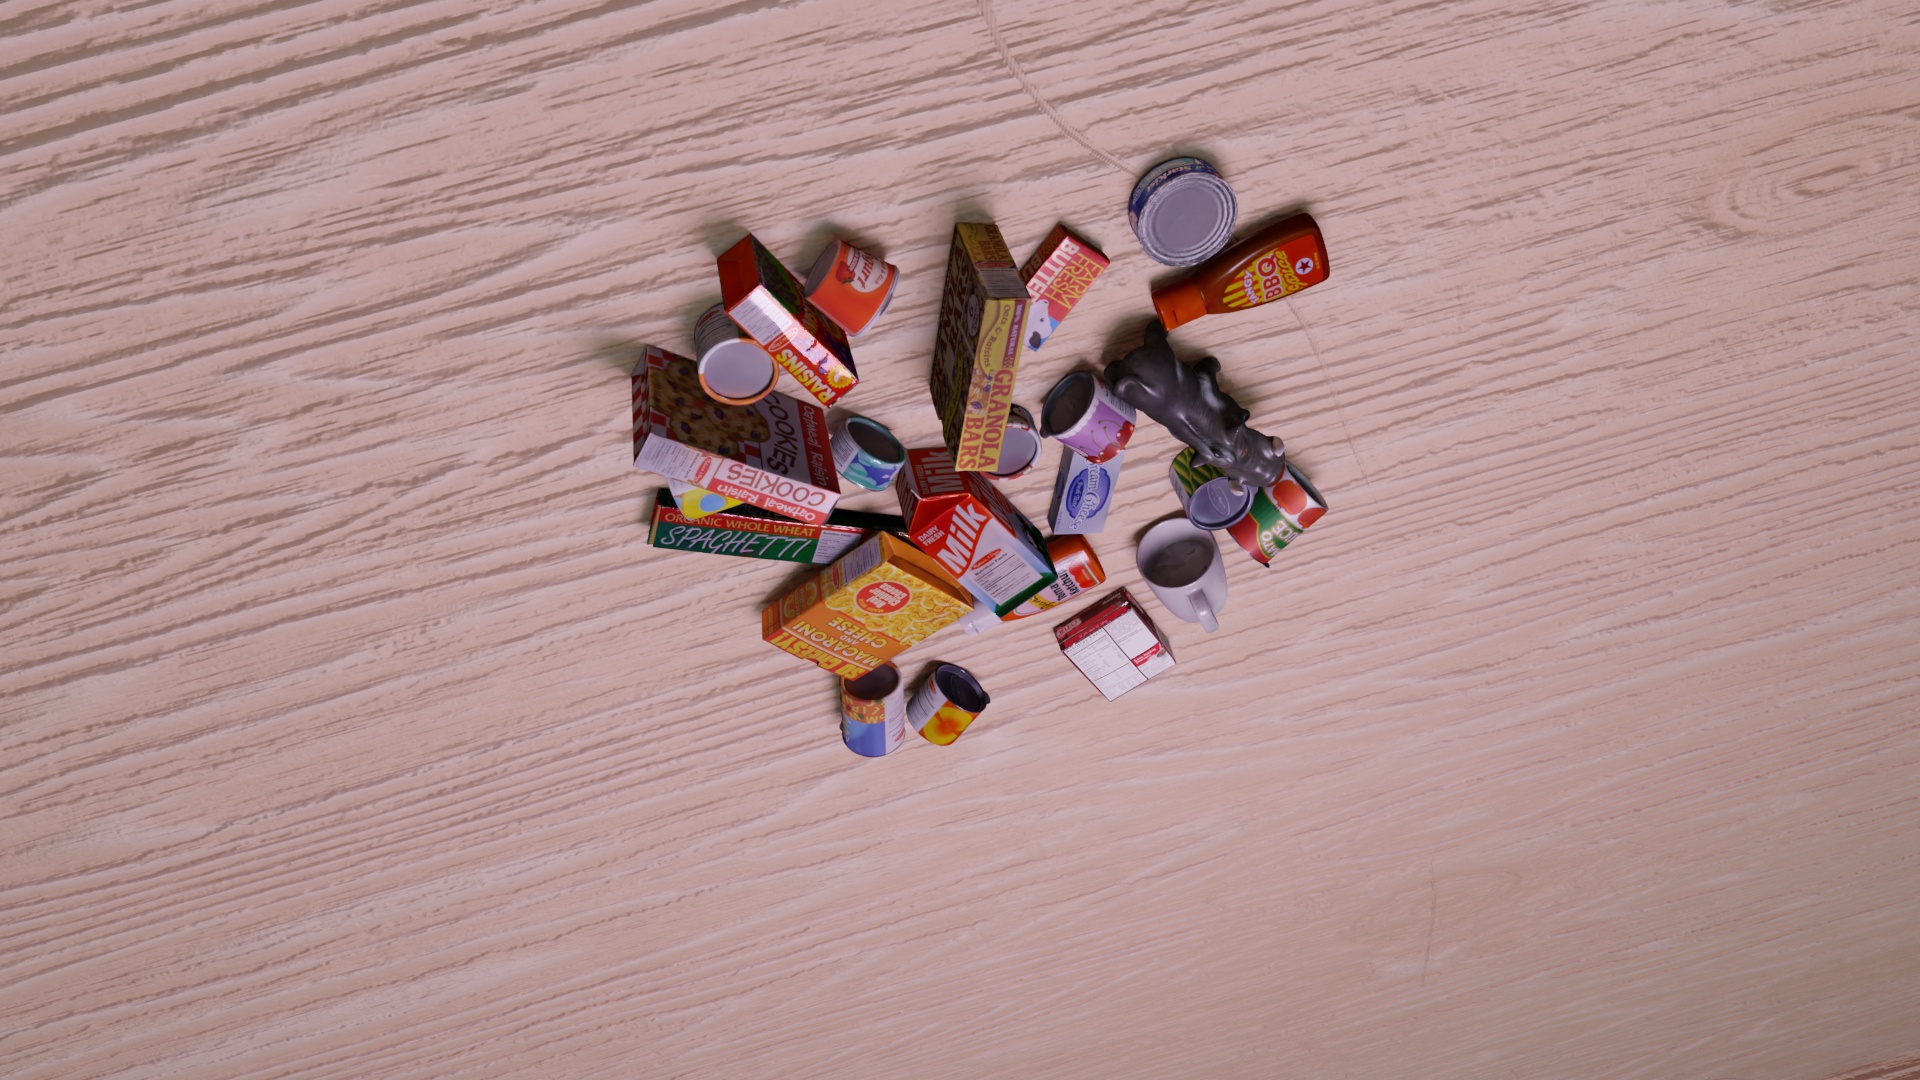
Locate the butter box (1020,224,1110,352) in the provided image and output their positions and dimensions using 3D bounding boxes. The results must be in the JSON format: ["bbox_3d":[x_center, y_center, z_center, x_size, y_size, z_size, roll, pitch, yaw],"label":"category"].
[{"bbox_3d":[0.074,-0.213,1.176,0.053,0.024,0.103,24,120,-31],"label":"butter box"}]

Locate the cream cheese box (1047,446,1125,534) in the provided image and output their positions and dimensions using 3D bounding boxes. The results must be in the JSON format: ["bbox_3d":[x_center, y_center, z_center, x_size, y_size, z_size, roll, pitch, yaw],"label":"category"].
[{"bbox_3d":[0.120,-0.053,1.325,0.053,0.024,0.103,-2,130,-15],"label":"cream cheese box"}]

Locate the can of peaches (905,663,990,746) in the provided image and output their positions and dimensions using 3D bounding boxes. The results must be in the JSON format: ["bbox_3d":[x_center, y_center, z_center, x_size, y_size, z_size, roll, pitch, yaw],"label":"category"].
[{"bbox_3d":[-0.013,0.173,1.452,0.071,0.071,0.057,23,121,-30],"label":"can of peaches"}]

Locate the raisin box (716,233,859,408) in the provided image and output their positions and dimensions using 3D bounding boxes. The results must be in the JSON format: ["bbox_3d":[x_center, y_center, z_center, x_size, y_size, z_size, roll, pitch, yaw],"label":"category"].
[{"bbox_3d":[-0.138,-0.174,1.110,0.040,0.086,0.123,-36,129,14],"label":"raisin box"}]

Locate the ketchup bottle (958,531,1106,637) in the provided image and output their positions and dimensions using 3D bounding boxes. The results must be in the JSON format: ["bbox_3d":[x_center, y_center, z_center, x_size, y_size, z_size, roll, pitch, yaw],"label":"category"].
[{"bbox_3d":[0.067,0.048,1.383,0.148,0.044,0.064,-28,131,10],"label":"ketchup bottle"}]

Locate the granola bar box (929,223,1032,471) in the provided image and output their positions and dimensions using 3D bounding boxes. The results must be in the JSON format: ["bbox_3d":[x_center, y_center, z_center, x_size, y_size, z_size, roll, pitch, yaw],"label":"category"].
[{"bbox_3d":[0.012,-0.158,1.139,0.039,0.125,0.164,-1,130,-14],"label":"granola bar box"}]

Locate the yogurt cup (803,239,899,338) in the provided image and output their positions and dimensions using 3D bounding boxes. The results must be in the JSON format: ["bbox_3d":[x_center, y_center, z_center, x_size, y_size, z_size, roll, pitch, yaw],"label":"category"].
[{"bbox_3d":[-0.089,-0.204,1.114,0.054,0.073,0.072,30,117,-24],"label":"yogurt cup"}]

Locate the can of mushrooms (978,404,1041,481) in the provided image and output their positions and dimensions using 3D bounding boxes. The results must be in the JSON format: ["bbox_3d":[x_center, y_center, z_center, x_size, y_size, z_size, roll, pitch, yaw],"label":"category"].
[{"bbox_3d":[0.037,-0.088,1.266,0.071,0.033,0.070,-8,132,-9],"label":"can of mushrooms"}]

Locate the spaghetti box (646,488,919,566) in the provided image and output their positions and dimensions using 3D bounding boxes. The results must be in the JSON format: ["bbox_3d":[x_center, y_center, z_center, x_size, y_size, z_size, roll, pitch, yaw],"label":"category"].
[{"bbox_3d":[-0.160,-0.008,1.284,0.250,0.029,0.050,7,127,-20],"label":"spaghetti box"}]

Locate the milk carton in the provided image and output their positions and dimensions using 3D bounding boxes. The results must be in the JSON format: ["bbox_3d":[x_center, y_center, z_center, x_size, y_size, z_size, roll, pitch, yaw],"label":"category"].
[{"bbox_3d":[0.005,-0.016,1.293,0.073,0.073,0.190,-35,131,15],"label":"milk carton"}]

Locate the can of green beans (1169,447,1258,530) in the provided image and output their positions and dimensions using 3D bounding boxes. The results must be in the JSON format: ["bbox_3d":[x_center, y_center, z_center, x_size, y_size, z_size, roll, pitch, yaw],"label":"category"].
[{"bbox_3d":[0.241,-0.052,1.334,0.071,0.058,0.071,-7,131,-9],"label":"can of green beans"}]

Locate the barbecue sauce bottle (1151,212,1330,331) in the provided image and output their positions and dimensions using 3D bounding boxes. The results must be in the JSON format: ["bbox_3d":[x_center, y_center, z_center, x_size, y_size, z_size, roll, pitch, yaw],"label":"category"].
[{"bbox_3d":[0.240,-0.226,1.197,0.148,0.044,0.064,-22,131,5],"label":"barbecue sauce bottle"}]

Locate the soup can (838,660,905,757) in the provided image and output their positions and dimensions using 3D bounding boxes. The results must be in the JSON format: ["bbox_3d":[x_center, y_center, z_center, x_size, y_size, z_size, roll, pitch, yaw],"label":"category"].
[{"bbox_3d":[-0.093,0.171,1.431,0.071,0.072,0.083,-7,130,-9],"label":"soup can"}]

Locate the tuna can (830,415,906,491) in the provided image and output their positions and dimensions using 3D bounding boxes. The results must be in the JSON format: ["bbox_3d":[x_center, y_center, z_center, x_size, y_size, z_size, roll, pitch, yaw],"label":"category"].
[{"bbox_3d":[-0.081,-0.076,1.223,0.071,0.071,0.032,21,121,-29],"label":"tuna can"}]

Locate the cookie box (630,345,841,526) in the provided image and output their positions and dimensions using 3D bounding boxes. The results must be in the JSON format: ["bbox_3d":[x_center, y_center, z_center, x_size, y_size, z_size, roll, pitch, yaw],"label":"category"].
[{"bbox_3d":[-0.186,-0.085,1.148,0.167,0.123,0.040,18,124,-28],"label":"cookie box"}]

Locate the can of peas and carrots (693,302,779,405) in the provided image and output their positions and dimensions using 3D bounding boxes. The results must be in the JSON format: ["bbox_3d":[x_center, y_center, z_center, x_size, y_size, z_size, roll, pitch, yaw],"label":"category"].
[{"bbox_3d":[-0.181,-0.151,1.136,0.071,0.059,0.070,-7,131,-8],"label":"can of peas and carrots"}]

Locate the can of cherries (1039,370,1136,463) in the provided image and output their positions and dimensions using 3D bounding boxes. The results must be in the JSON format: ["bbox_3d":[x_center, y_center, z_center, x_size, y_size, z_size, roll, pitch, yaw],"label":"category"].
[{"bbox_3d":[0.114,-0.108,1.246,0.058,0.072,0.071,30,117,-33],"label":"can of cherries"}]

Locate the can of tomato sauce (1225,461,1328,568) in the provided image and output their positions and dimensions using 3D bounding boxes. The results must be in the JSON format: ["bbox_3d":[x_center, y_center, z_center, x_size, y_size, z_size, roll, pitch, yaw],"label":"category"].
[{"bbox_3d":[0.311,-0.026,1.368,0.071,0.071,0.083,31,116,-34],"label":"can of tomato sauce"}]

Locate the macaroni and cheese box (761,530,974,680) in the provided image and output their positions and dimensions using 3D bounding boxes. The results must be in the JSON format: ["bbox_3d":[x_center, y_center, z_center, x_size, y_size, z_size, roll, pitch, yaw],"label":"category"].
[{"bbox_3d":[-0.090,0.067,1.332,0.166,0.040,0.123,-33,137,28],"label":"macaroni and cheese box"}]

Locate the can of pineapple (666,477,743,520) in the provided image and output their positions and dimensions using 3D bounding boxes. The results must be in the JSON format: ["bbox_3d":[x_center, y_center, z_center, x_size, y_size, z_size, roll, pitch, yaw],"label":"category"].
[{"bbox_3d":[-0.218,-0.056,1.204,0.058,0.071,0.070,-19,132,2],"label":"can of pineapple"}]
